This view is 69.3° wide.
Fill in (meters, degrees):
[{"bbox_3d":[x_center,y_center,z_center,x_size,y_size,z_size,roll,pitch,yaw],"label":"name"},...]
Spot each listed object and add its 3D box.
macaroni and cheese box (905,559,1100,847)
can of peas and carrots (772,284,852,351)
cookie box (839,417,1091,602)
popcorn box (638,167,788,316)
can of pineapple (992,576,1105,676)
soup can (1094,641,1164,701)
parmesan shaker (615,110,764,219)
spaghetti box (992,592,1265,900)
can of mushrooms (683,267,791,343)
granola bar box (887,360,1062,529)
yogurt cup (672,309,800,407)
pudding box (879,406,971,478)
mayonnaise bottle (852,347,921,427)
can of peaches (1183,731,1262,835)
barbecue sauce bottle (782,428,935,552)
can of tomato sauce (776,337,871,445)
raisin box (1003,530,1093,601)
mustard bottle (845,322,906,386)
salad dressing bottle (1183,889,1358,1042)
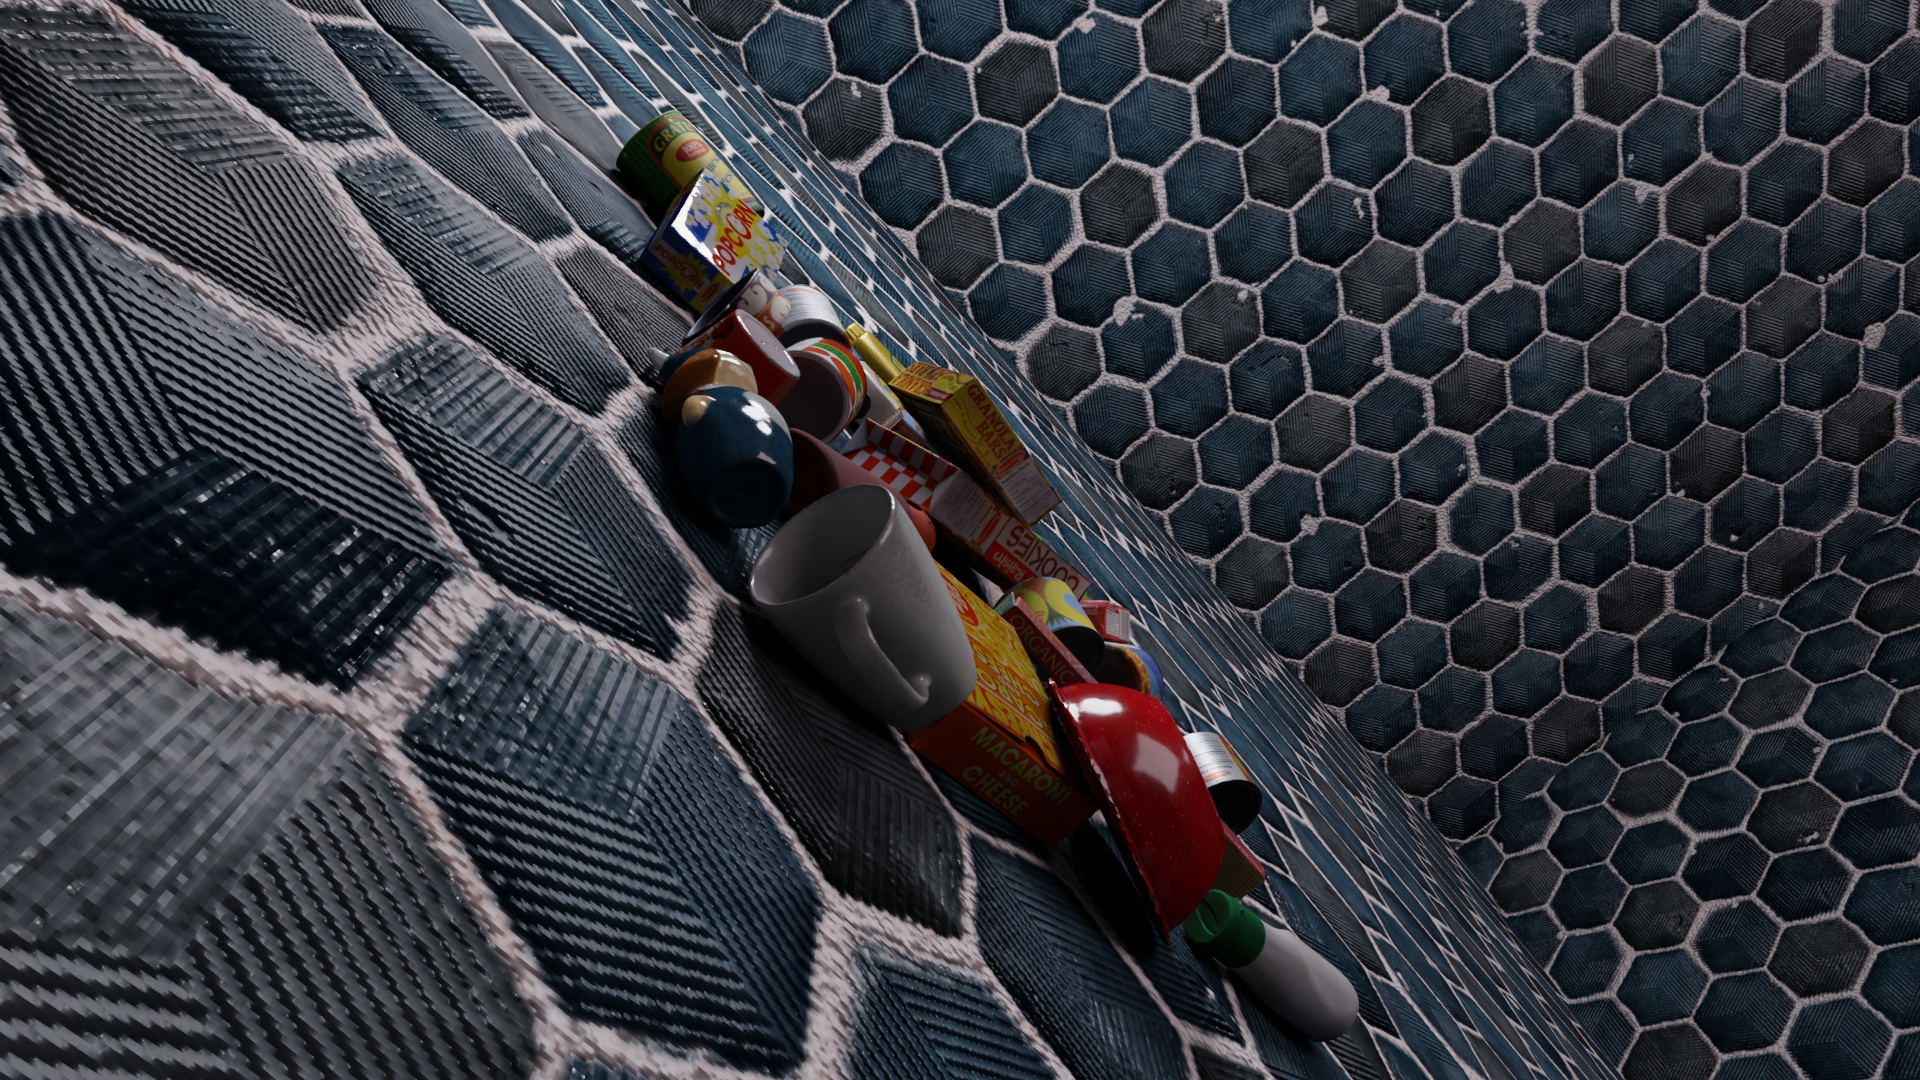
[{"bbox_3d":[0.005,0.078,0.781,0.123,0.040,0.167,41,13,-34],"label":"macaroni and cheese box"},{"bbox_3d":[-0.116,-0.143,1.016,0.071,0.071,0.059,41,13,-37],"label":"can of peas and carrots"},{"bbox_3d":[0.004,-0.013,1.010,0.167,0.040,0.123,40,-5,-41],"label":"cookie box"},{"bbox_3d":[-0.174,-0.207,0.996,0.085,0.038,0.127,40,26,-22],"label":"popcorn box"},{"bbox_3d":[0.058,0.067,0.970,0.071,0.071,0.058,40,13,-41],"label":"can of pineapple"},{"bbox_3d":[0.113,0.111,1.035,0.071,0.071,0.084,52,11,17],"label":"soup can"},{"bbox_3d":[-0.210,-0.278,1.097,0.103,0.071,0.071,48,10,-2],"label":"parmesan shaker"},{"bbox_3d":[0.100,0.143,0.910,0.250,0.050,0.029,48,9,-4],"label":"spaghetti box"},{"bbox_3d":[-0.142,-0.139,0.888,0.033,0.071,0.071,47,10,-20],"label":"can of mushrooms"},{"bbox_3d":[0.008,-0.081,1.130,0.124,0.039,0.166,54,-7,-19],"label":"granola bar box"},{"bbox_3d":[-0.132,-0.099,0.818,0.072,0.054,0.072,47,11,-12],"label":"yogurt cup"},{"bbox_3d":[-0.035,-0.058,1.079,0.083,0.049,0.030,44,13,-26],"label":"pudding box"},{"bbox_3d":[-0.070,-0.109,1.138,0.148,0.041,0.065,51,5,8],"label":"mayonnaise bottle"},{"bbox_3d":[0.187,0.190,1.061,0.071,0.071,0.058,41,12,-36],"label":"can of peaches"},{"bbox_3d":[-0.062,-0.019,0.849,0.065,0.043,0.148,53,10,27],"label":"barbecue sauce bottle"},{"bbox_3d":[-0.098,-0.095,0.910,0.071,0.071,0.083,48,11,-7],"label":"can of tomato sauce"},{"bbox_3d":[0.065,0.030,1.203,0.086,0.040,0.123,54,12,23],"label":"raisin box"},{"bbox_3d":[-0.074,-0.144,1.227,0.160,0.049,0.065,47,6,-9],"label":"mustard bottle"},{"bbox_3d":[0.197,0.268,0.879,0.147,0.044,0.064,41,15,-31],"label":"salad dressing bottle"}]
